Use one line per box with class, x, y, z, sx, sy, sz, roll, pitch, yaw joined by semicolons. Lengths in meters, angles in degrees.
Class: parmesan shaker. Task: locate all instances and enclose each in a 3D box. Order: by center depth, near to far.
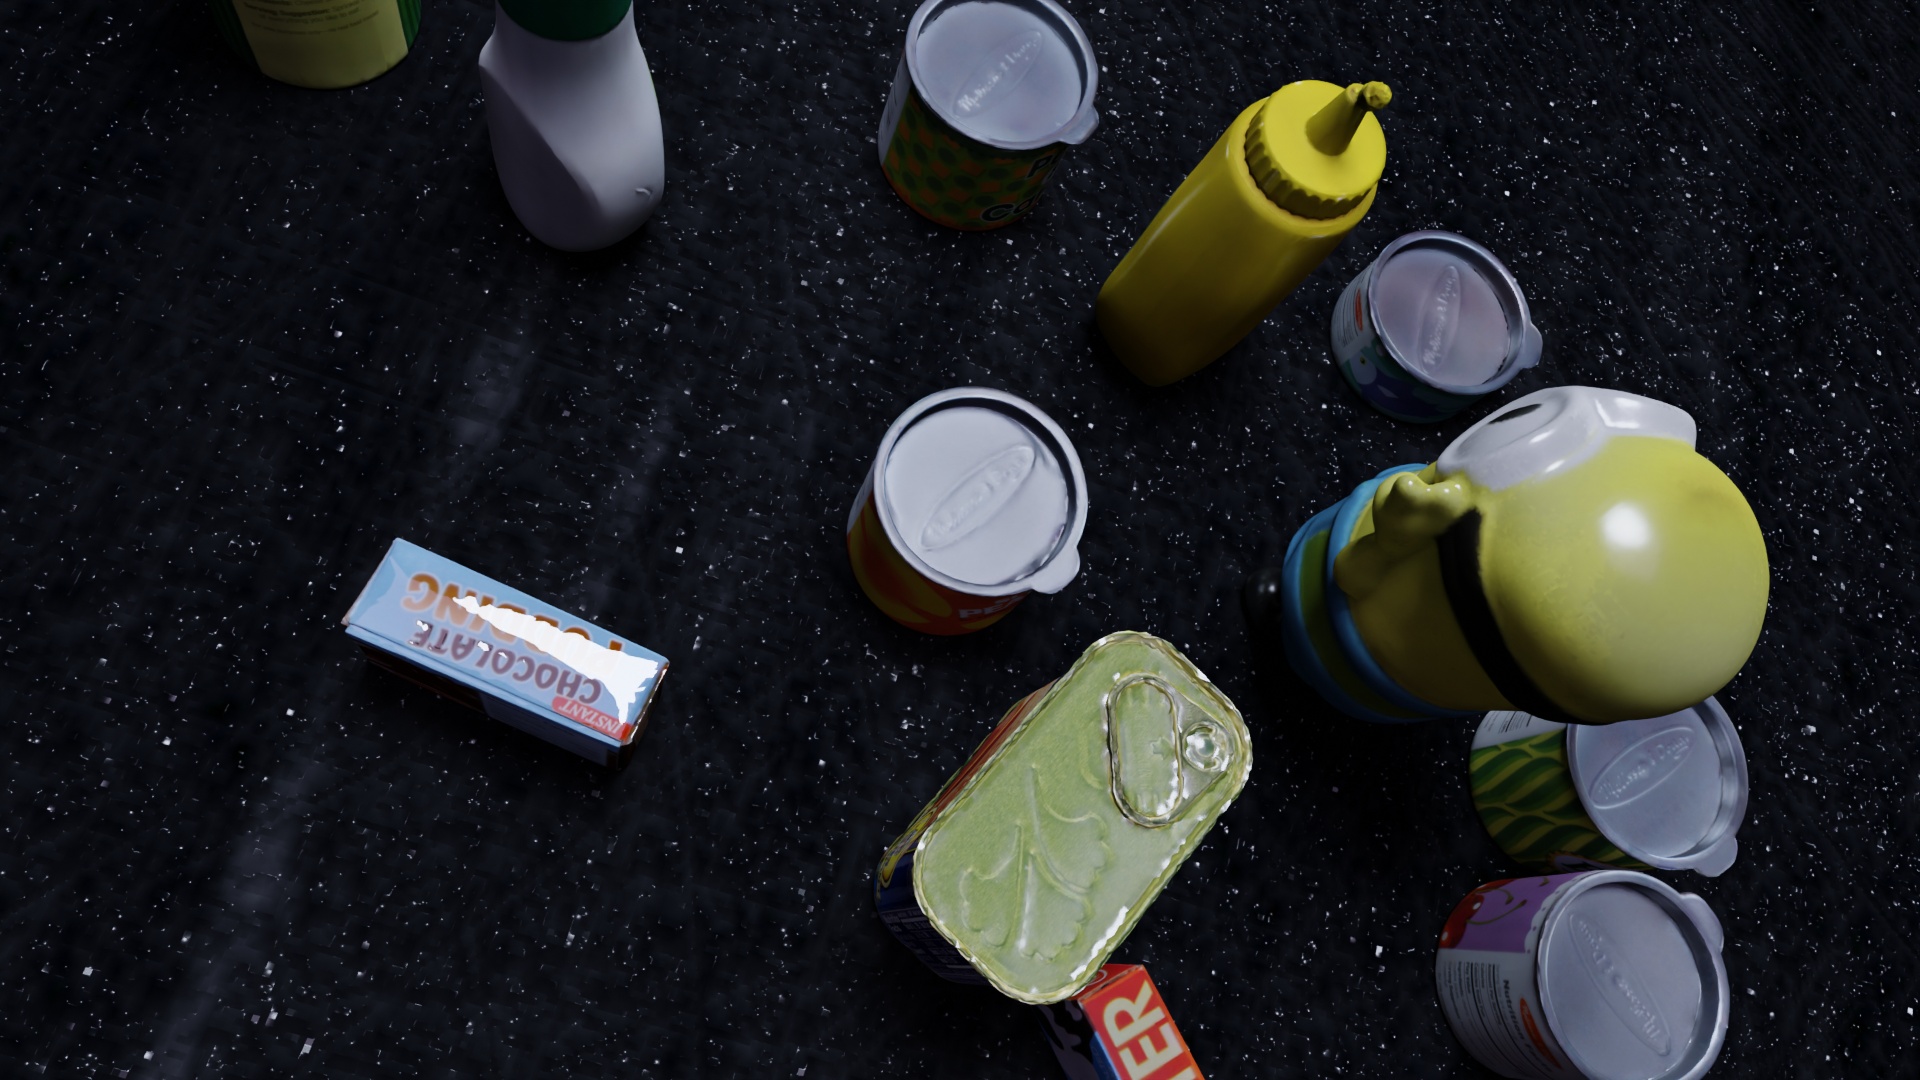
parmesan shaker;-0.208;-0.194;0.422;0.071;0.102;0.071;4;73;-13

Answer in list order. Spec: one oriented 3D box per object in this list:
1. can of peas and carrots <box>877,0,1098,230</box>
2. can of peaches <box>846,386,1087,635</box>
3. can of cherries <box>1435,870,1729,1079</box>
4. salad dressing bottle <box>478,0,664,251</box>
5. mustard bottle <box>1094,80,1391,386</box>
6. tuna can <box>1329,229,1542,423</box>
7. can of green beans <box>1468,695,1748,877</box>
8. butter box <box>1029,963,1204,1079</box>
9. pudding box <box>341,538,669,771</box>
can of peas and carrots;0.010;-0.149;0.486;0.071;0.058;0.071;4;73;-13
can of peaches;0.002;-0.006;0.439;0.071;0.058;0.071;4;73;-13
can of cherries;0.198;0.139;0.443;0.071;0.058;0.071;4;73;-13
salad dressing bottle;-0.114;-0.138;0.404;0.044;0.147;0.064;-39;86;-21
mustard bottle;0.093;-0.101;0.437;0.065;0.159;0.049;-39;86;-21
tuna can;0.177;-0.078;0.520;0.071;0.032;0.071;4;72;-13
can of green beans;0.215;0.078;0.467;0.071;0.057;0.071;4;73;-13
butter box;0.059;0.173;0.401;0.024;0.053;0.103;-25;81;-19
pudding box;-0.129;0.034;0.399;0.084;0.049;0.030;25;69;-6
